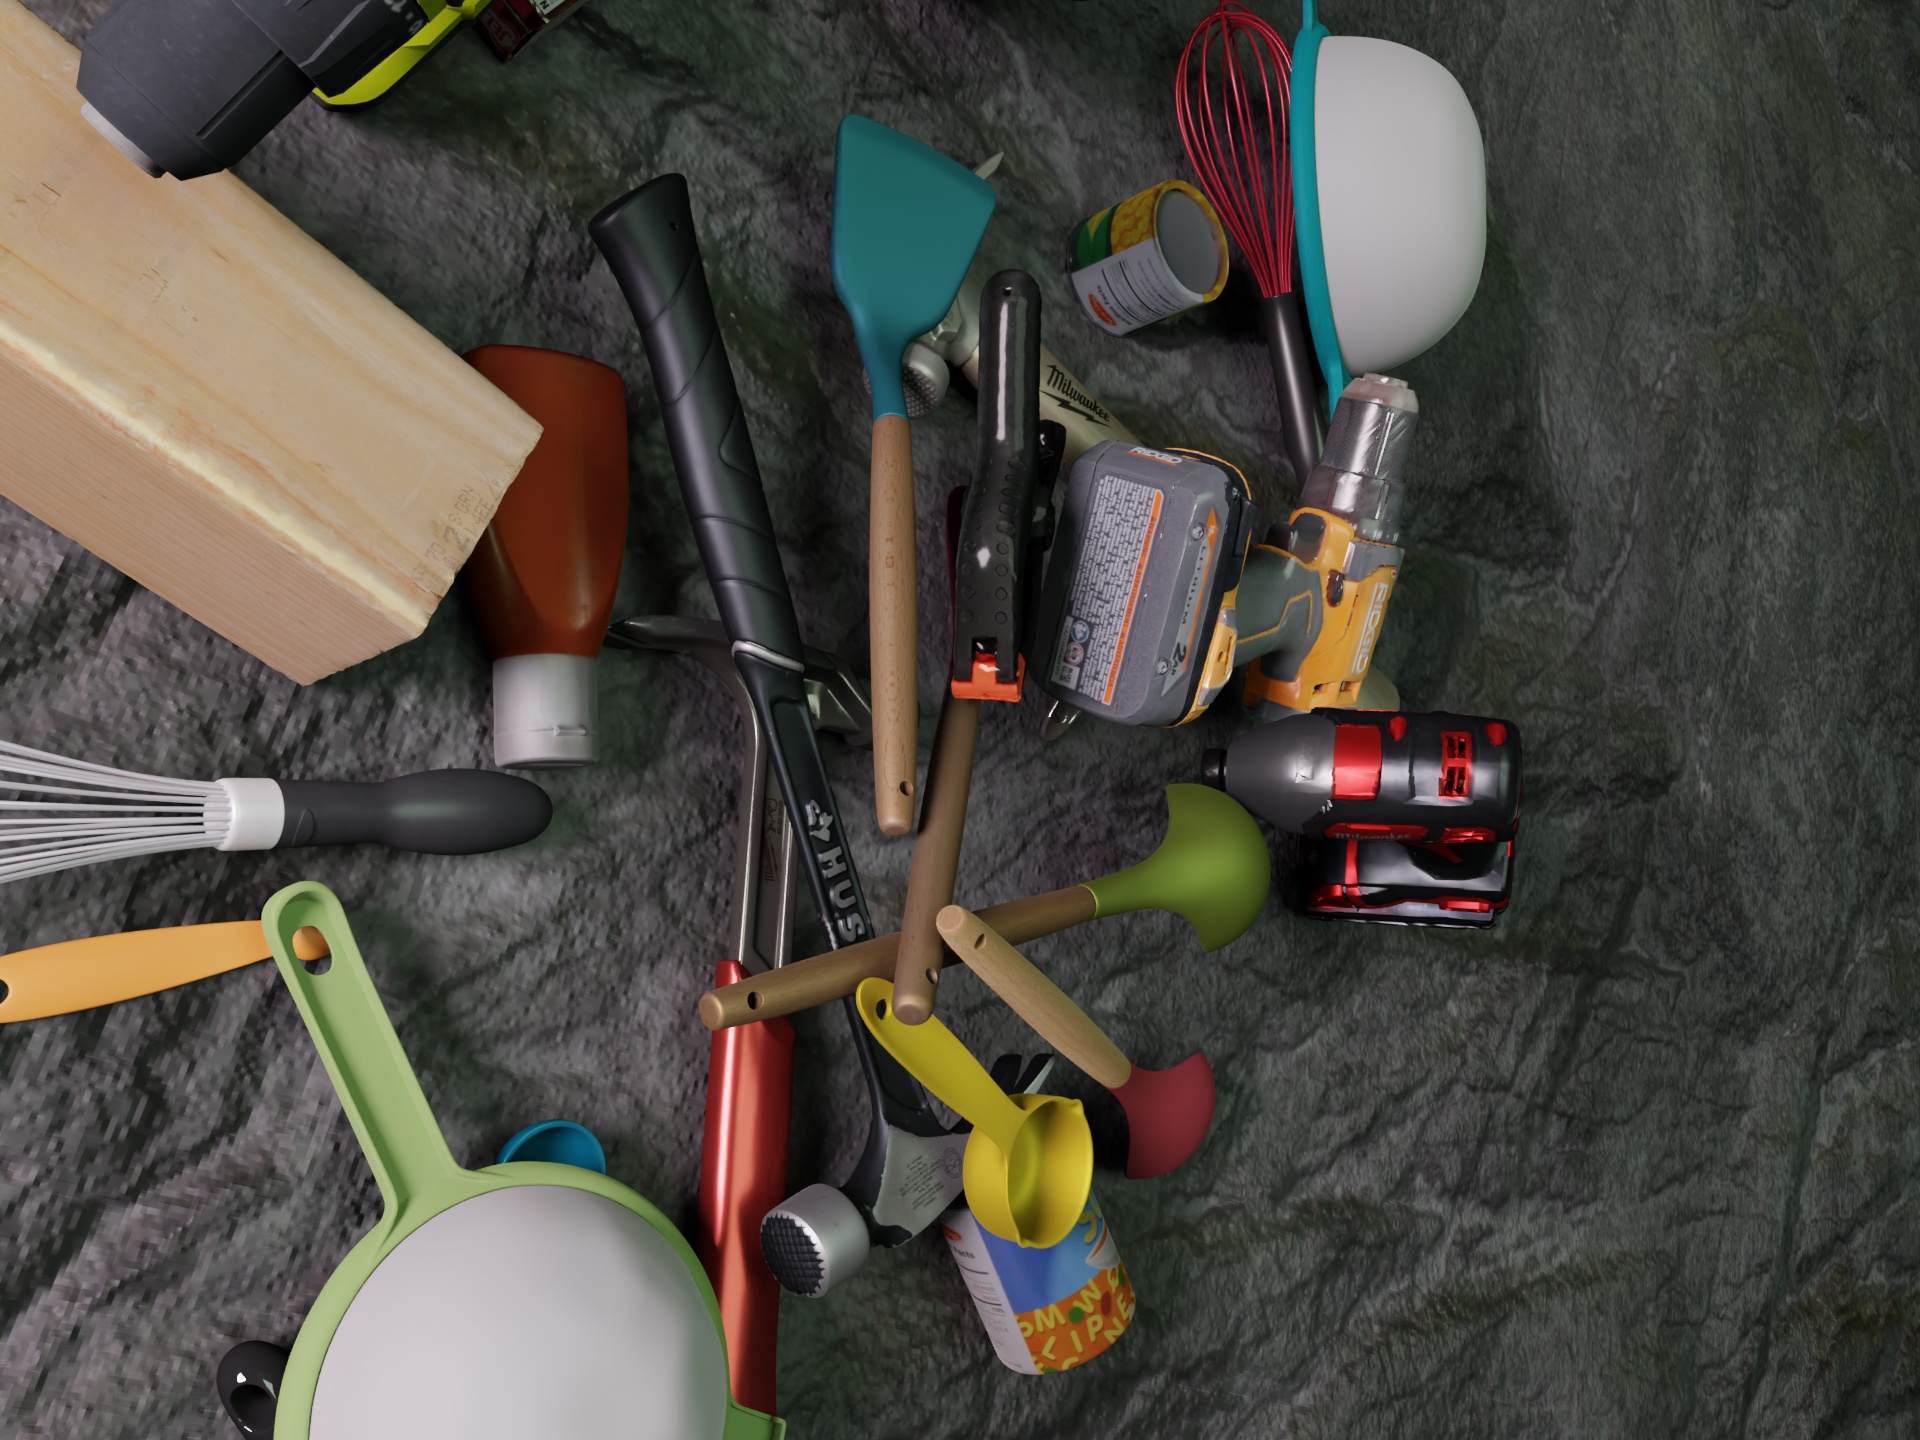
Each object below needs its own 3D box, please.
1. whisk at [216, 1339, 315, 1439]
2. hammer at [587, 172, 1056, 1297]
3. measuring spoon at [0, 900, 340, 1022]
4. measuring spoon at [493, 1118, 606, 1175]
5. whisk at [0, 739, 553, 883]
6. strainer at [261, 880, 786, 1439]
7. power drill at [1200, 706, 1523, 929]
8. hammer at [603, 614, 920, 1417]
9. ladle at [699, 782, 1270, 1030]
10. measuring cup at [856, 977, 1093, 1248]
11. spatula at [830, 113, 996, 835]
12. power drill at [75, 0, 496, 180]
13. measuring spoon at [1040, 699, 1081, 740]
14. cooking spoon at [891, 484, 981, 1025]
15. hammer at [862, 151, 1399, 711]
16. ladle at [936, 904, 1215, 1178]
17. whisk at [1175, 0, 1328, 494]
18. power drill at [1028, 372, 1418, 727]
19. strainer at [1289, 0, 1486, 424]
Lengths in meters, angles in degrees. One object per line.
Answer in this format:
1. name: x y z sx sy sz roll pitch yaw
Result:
1. whisk: -0.156 0.286 0.509 0.239 0.055 0.055 56 50 -14
2. hammer: -0.063 -0.005 0.606 0.149 0.036 0.409 -20 96 -47
3. measuring spoon: -0.245 0.073 0.484 0.117 0.011 0.021 -8 88 -44
4. measuring spoon: -0.138 0.200 0.564 0.042 0.021 0.128 -24 108 -40
5. whisk: -0.243 0.029 0.468 0.284 0.070 0.070 4 80 -48
6. strainer: -0.145 0.163 0.487 0.151 0.069 0.256 -25 92 -42
7. power drill: 0.208 0.047 0.799 0.219 0.143 0.079 40 54 -64
8. hammer: -0.087 0.142 0.604 0.149 0.037 0.359 15 71 -41
9. ladle: 0.023 0.079 0.634 0.320 0.062 0.078 -9 85 -45
10. measuring cup: -0.001 0.141 0.590 0.156 0.029 0.062 51 52 -33
11. spatula: -0.023 -0.104 0.640 0.082 0.044 0.318 17 57 -32
12. power drill: -0.169 -0.236 0.462 0.190 0.229 0.080 -46 119 -1
13. measuring spoon: 0.072 -0.043 0.783 0.124 0.018 0.034 -55 136 -6
14. cooking spoon: -0.001 -0.002 0.649 0.068 0.017 0.319 50 28 -28
15. hammer: 0.117 -0.117 0.849 0.410 0.038 0.146 36 58 -33
16. ladle: 0.056 0.137 0.659 0.069 0.031 0.315 -56 146 -11
17. whisk: 0.180 -0.267 0.926 0.073 0.073 0.295 -24 104 -43
18. power drill: 0.143 -0.084 0.761 0.226 0.084 0.185 -2 110 -48
19. strainer: 0.253 -0.238 0.904 0.210 0.095 0.340 34 54 -63
